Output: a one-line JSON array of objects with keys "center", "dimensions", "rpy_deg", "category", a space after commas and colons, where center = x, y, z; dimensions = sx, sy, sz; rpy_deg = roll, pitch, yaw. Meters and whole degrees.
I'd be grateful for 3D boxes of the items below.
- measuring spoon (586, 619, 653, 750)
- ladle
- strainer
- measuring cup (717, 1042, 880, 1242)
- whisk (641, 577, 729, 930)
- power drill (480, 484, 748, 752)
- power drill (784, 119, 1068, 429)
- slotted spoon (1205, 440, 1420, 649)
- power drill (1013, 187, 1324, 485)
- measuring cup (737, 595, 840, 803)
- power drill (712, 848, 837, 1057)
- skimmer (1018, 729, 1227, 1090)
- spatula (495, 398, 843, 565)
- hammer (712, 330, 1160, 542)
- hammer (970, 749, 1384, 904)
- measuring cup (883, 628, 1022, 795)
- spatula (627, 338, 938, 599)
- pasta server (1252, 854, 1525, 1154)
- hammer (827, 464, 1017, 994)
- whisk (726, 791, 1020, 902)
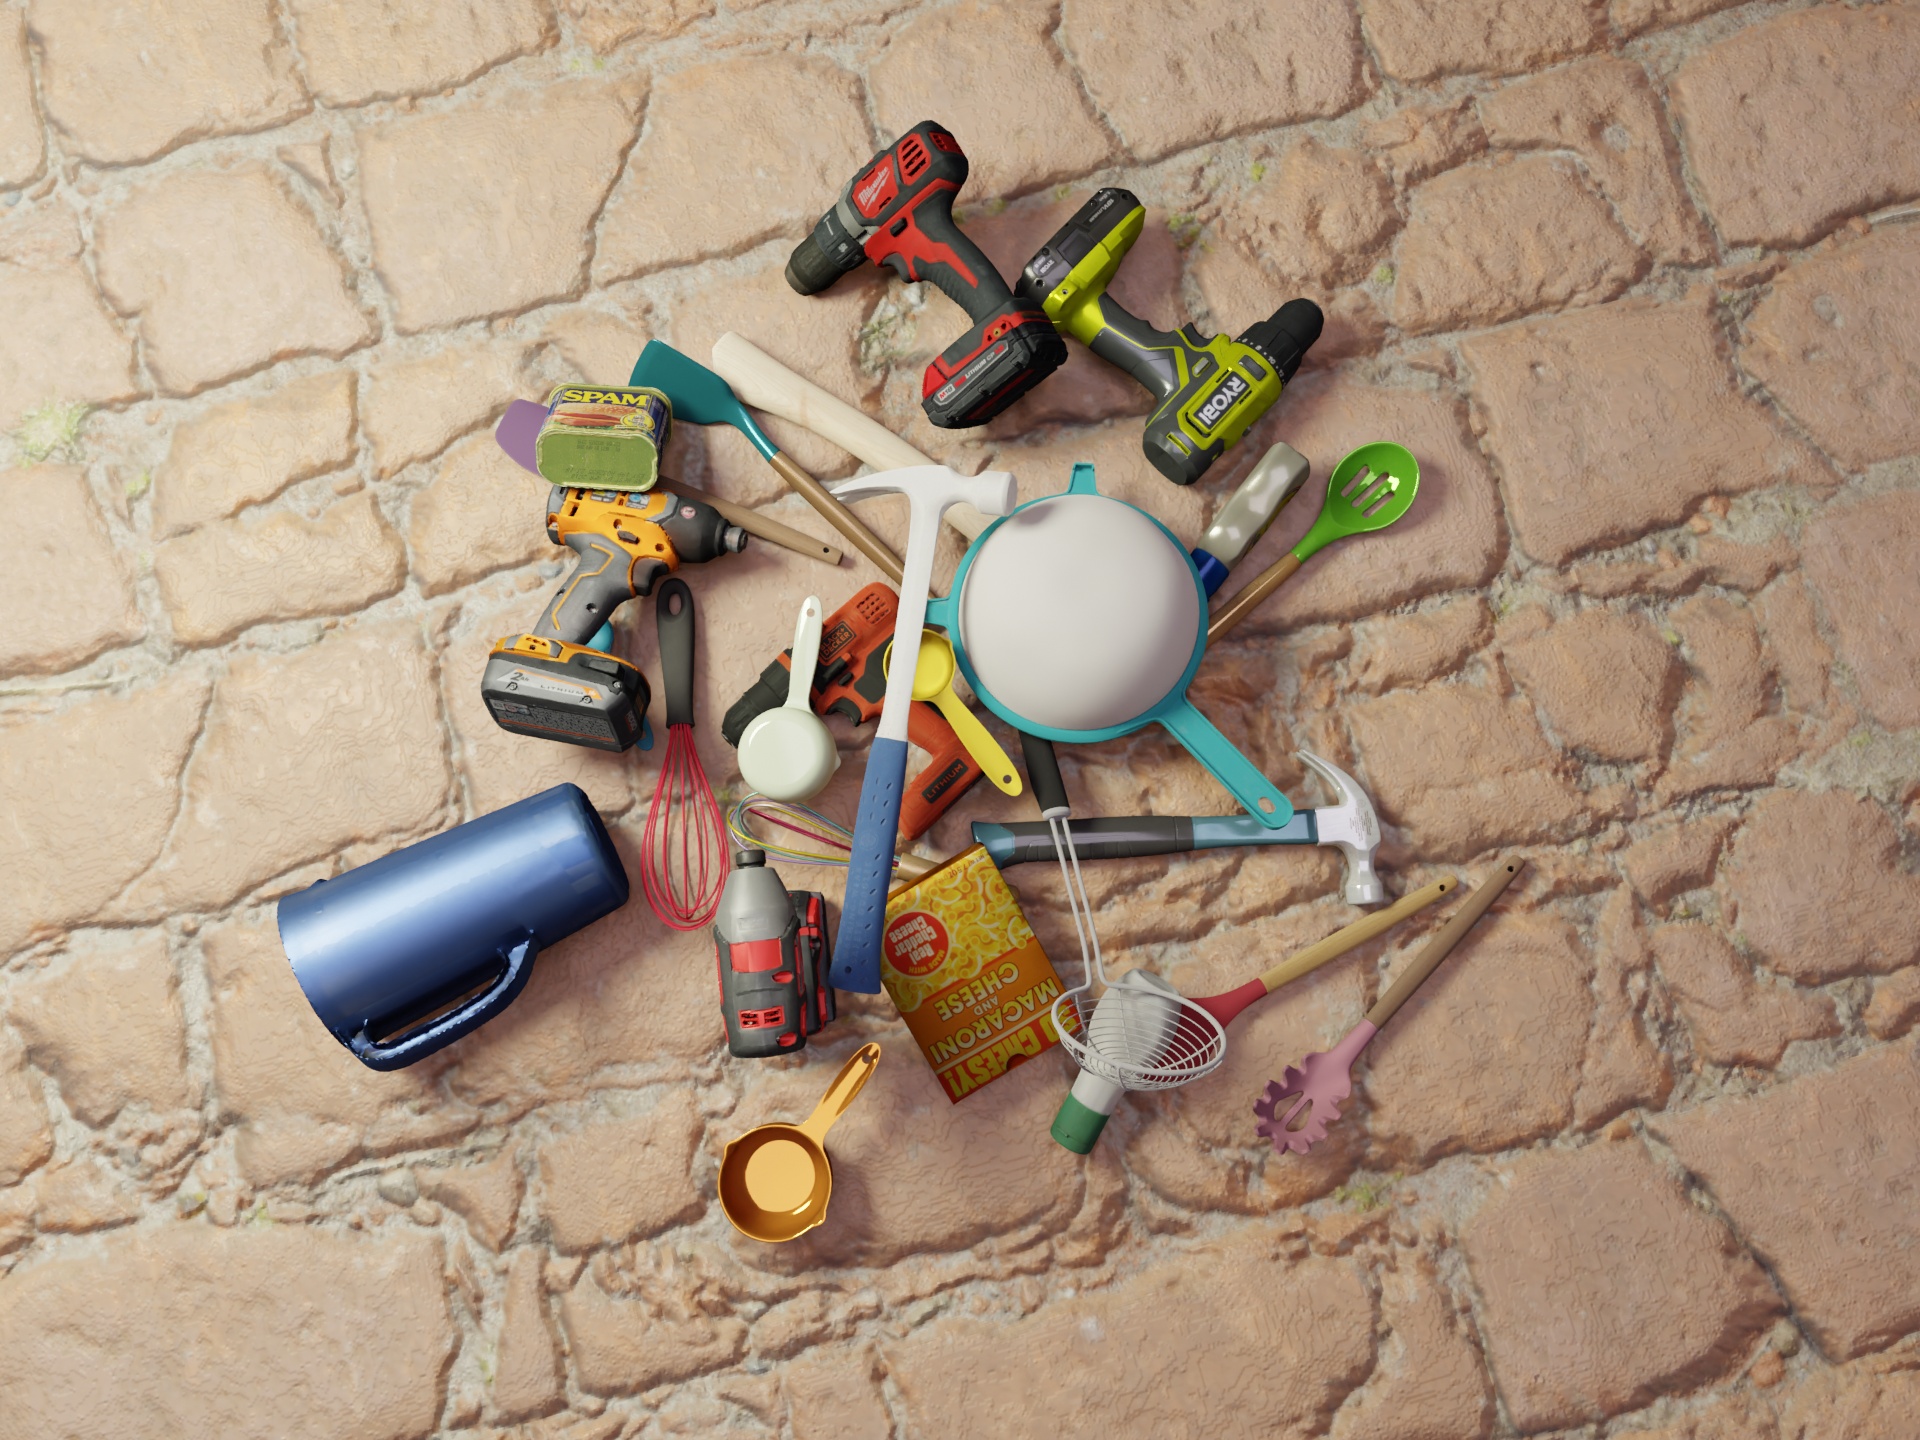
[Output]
[{"center": [-0.288, -0.032, 1.320], "dimensions": [0.042, 0.021, 0.128], "rpy_deg": [-28, 91, -9], "category": "measuring spoon"}, {"center": [0.266, 0.203, 1.283], "dimensions": [0.315, 0.031, 0.069], "rpy_deg": [-27, 80, -7], "category": "ladle"}, {"center": [0.137, -0.049, 1.236], "dimensions": [0.211, 0.095, 0.340], "rpy_deg": [-42, 78, -8], "category": "strainer"}, {"center": [-0.117, 0.324, 1.243], "dimensions": [0.095, 0.052, 0.173], "rpy_deg": [36, 80, 5], "category": "measuring cup"}, {"center": [-0.227, 0.023, 1.290], "dimensions": [0.073, 0.073, 0.296], "rpy_deg": [-5, 75, -2], "category": "whisk"}, {"center": [-0.272, -0.092, 1.266], "dimensions": [0.164, 0.084, 0.227], "rpy_deg": [10, 60, 6], "category": "power drill"}, {"center": [-0.036, -0.352, 1.319], "dimensions": [0.188, 0.080, 0.227], "rpy_deg": [-33, 84, 30], "category": "power drill"}, {"center": [0.260, -0.121, 1.336], "dimensions": [0.314, 0.031, 0.070], "rpy_deg": [-41, 83, -5], "category": "slotted spoon"}, {"center": [0.177, -0.337, 1.347], "dimensions": [0.228, 0.080, 0.190], "rpy_deg": [43, 83, 3], "category": "power drill"}, {"center": [-0.131, -0.018, 1.250], "dimensions": [0.083, 0.038, 0.167], "rpy_deg": [8, 88, 6], "category": "measuring cup"}, {"center": [-0.141, 0.173, 1.181], "dimensions": [0.078, 0.219, 0.143], "rpy_deg": [-7, 81, -2], "category": "power drill"}, {"center": [0.100, 0.112, 1.210], "dimensions": [0.127, 0.090, 0.364], "rpy_deg": [0, 59, -24], "category": "skimmer"}, {"center": [-0.246, -0.194, 1.343], "dimensions": [0.316, 0.018, 0.060], "rpy_deg": [22, 76, 4], "category": "spatula"}, {"center": [-0.029, -0.213, 1.342], "dimensions": [0.410, 0.038, 0.146], "rpy_deg": [34, 80, 5], "category": "hammer"}, {"center": [0.175, 0.094, 1.295], "dimensions": [0.331, 0.033, 0.128], "rpy_deg": [-3, 81, -1], "category": "hammer"}, {"center": [-0.002, -0.004, 1.258], "dimensions": [0.062, 0.029, 0.156], "rpy_deg": [-37, 90, -1], "category": "measuring cup"}, {"center": [-0.143, -0.197, 1.331], "dimensions": [0.317, 0.082, 0.044], "rpy_deg": [42, 48, 2], "category": "spatula"}, {"center": [0.348, 0.223, 1.274], "dimensions": [0.060, 0.040, 0.316], "rpy_deg": [42, 81, 17], "category": "pasta server"}, {"center": [-0.056, 0.003, 1.218], "dimensions": [0.144, 0.035, 0.405], "rpy_deg": [8, 86, 18], "category": "hammer"}, {"center": [-0.070, 0.108, 1.287], "dimensions": [0.245, 0.047, 0.051], "rpy_deg": [17, 93, -2], "category": "whisk"}]
